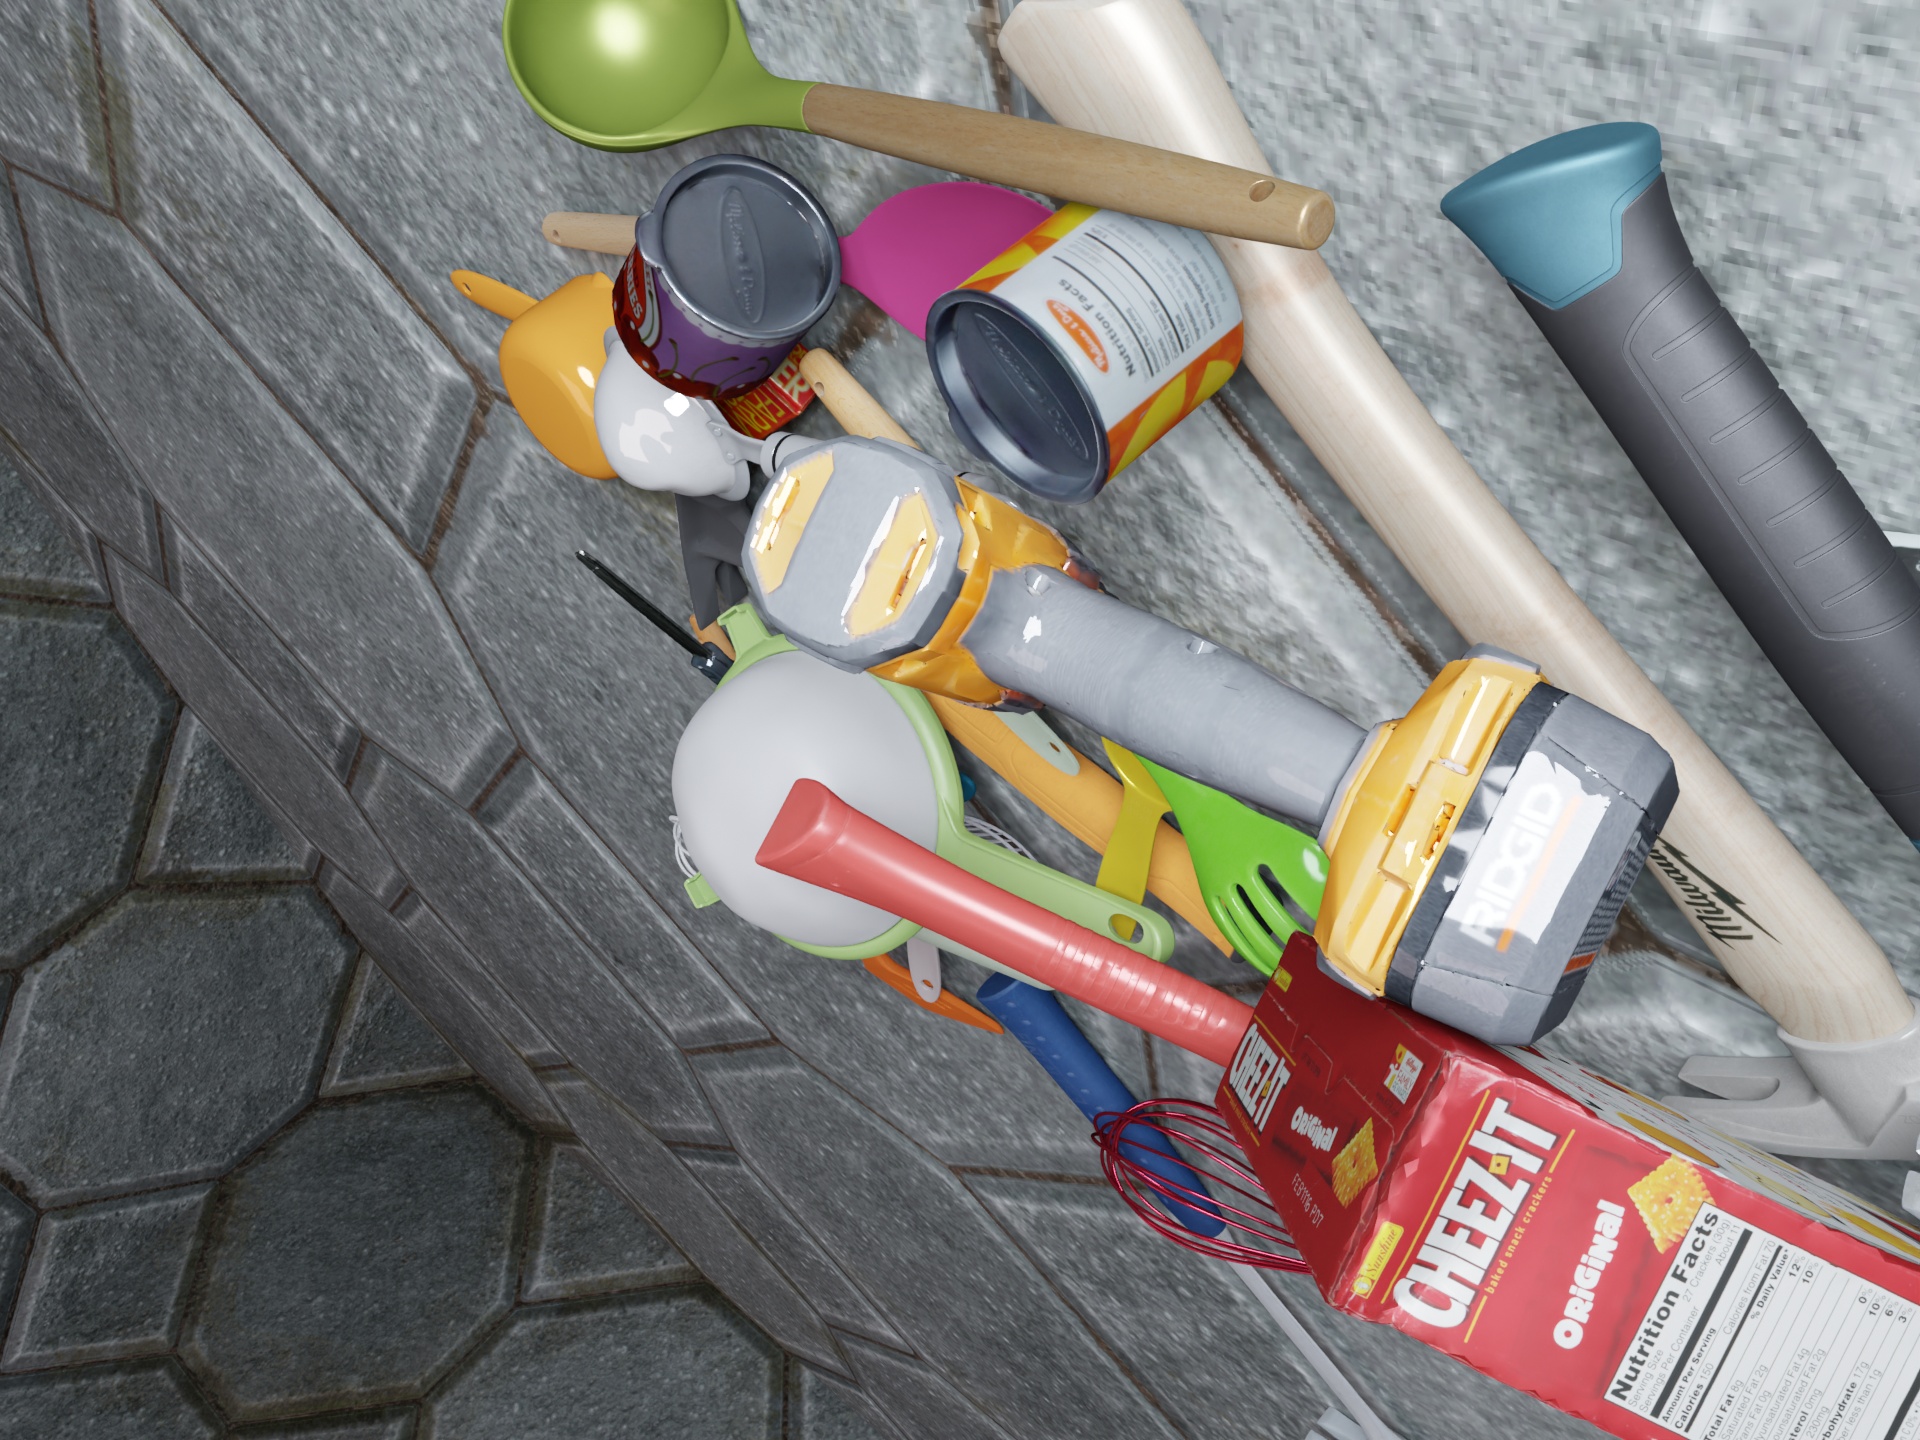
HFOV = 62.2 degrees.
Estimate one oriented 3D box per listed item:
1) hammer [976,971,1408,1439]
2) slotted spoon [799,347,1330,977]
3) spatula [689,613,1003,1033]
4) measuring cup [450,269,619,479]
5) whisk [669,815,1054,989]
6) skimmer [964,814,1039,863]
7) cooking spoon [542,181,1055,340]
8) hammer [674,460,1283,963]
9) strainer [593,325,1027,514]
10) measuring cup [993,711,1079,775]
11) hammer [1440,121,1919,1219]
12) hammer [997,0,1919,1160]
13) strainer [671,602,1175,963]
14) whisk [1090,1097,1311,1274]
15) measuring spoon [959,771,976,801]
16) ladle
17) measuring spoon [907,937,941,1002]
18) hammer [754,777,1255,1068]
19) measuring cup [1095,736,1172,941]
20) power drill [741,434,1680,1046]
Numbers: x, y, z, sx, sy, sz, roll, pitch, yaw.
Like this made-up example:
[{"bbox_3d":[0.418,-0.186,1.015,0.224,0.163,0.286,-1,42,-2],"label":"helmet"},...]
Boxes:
[{"bbox_3d":[0.146,0.299,0.912,0.405,0.035,0.144,51,153,-8],"label":"hammer"},{"bbox_3d":[0.042,-0.020,0.581,0.314,0.031,0.070,50,140,9],"label":"slotted spoon"},{"bbox_3d":[-0.072,0.070,0.937,0.081,0.041,0.322,5,127,51],"label":"spatula"},{"bbox_3d":[-0.205,-0.174,0.759,0.174,0.052,0.095,29,149,28],"label":"measuring cup"},{"bbox_3d":[-0.053,0.095,0.871,0.246,0.058,0.059,19,168,18],"label":"whisk"},{"bbox_3d":[0.081,0.163,0.761,0.363,0.090,0.127,40,-177,10],"label":"skimmer"},{"bbox_3d":[-0.068,-0.176,0.595,0.319,0.017,0.068,20,144,41],"label":"cooking spoon"},{"bbox_3d":[-0.001,-0.002,0.717,0.337,0.034,0.127,37,151,19],"label":"hammer"},{"bbox_3d":[-0.074,-0.101,0.606,0.259,0.050,0.086,19,149,39],"label":"strainer"},{"bbox_3d":[-0.001,-0.048,0.653,0.167,0.038,0.083,46,154,-3],"label":"measuring cup"},{"bbox_3d":[0.217,0.009,0.352,0.331,0.033,0.128,53,140,-6],"label":"hammer"},{"bbox_3d":[0.148,-0.034,0.455,0.410,0.038,0.146,50,155,-5],"label":"hammer"},{"bbox_3d":[-0.035,0.055,0.668,0.256,0.069,0.151,21,110,31],"label":"strainer"},{"bbox_3d":[0.192,0.262,0.776,0.296,0.073,0.073,22,145,29],"label":"whisk"},{"bbox_3d":[-0.028,0.045,0.832,0.042,0.021,0.128,52,154,-9],"label":"measuring spoon"},{"bbox_3d":[-0.030,-0.178,0.448,0.320,0.078,0.062,31,174,41],"label":"ladle"},{"bbox_3d":[-0.019,0.117,0.908,0.034,0.018,0.124,19,136,22],"label":"measuring spoon"},{"bbox_3d":[0.093,0.115,0.589,0.359,0.037,0.149,24,158,4],"label":"hammer"},{"bbox_3d":[0.077,0.038,0.632,0.062,0.029,0.156,34,139,24],"label":"measuring cup"},{"bbox_3d":[0.072,0.000,0.442,0.226,0.084,0.185,27,-175,25],"label":"power drill"}]
